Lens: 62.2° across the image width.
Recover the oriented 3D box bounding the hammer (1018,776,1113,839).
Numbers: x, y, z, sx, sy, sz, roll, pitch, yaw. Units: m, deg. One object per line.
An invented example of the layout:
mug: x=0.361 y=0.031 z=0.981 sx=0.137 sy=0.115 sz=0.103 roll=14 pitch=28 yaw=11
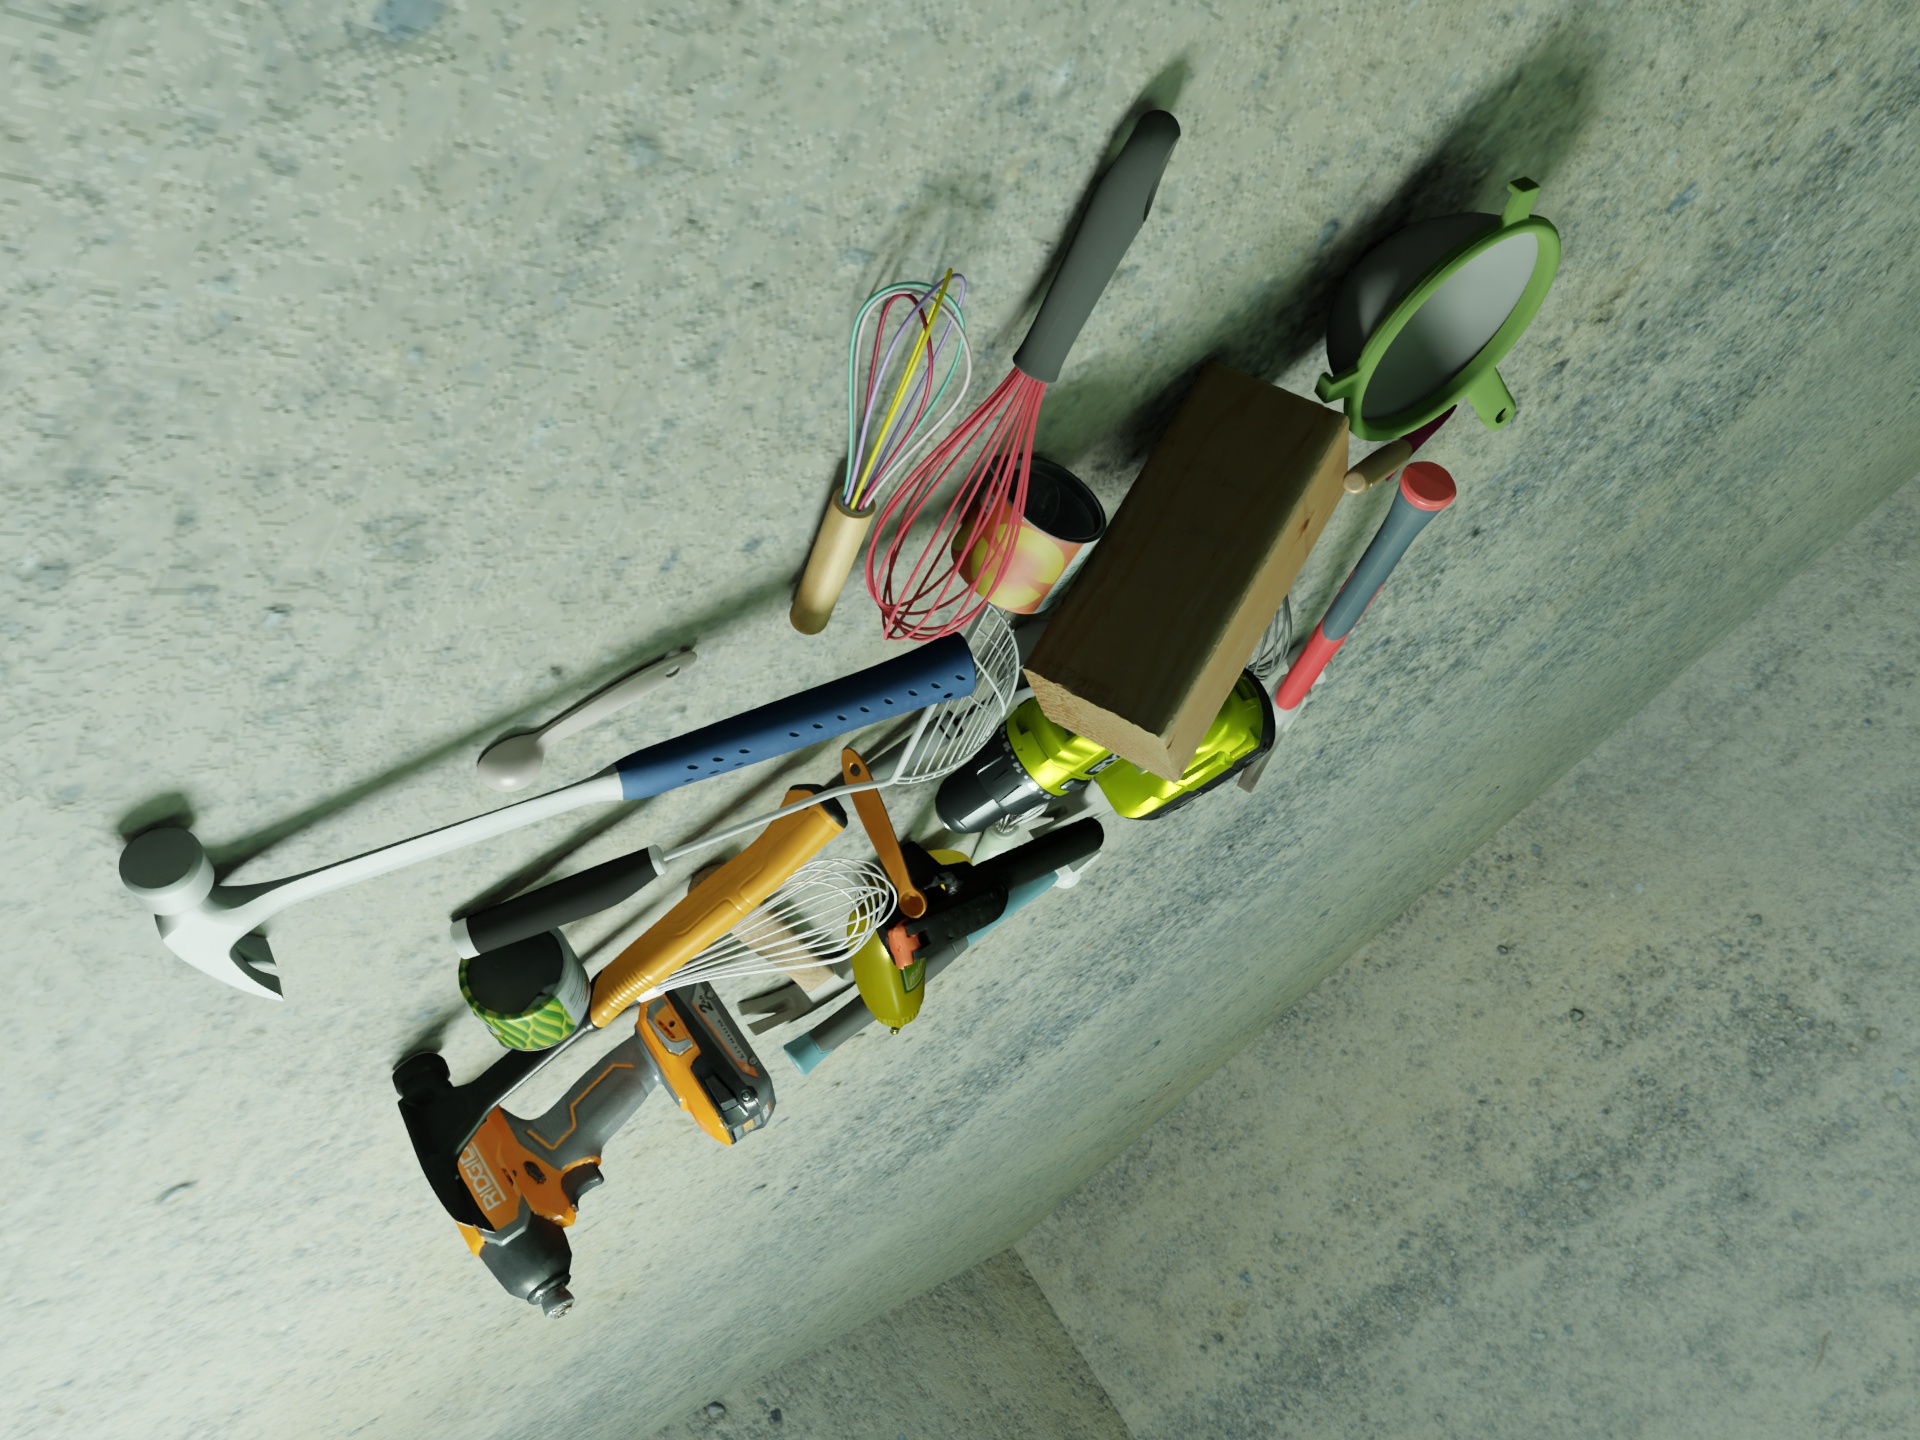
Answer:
hammer: x=0.149 y=-0.043 z=1.170 sx=0.146 sy=0.038 sz=0.410 roll=-23 pitch=154 yaw=-26

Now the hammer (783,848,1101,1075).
hammer: x=-0.010 y=0.194 z=1.348 sx=0.331 sy=0.033 sz=0.128 roll=-33 pitch=167 yaw=-22

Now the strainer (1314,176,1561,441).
strainer: x=0.284 y=-0.231 z=0.946 sx=0.151 sy=0.069 sz=0.256 roll=-46 pitch=156 yaw=16

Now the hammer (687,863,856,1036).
hammer: x=-0.137 y=0.167 z=1.180 sx=0.130 sy=0.031 sz=0.331 roll=-35 pitch=157 yaw=-4

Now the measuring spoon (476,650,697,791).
measuring spoon: x=-0.184 y=0.002 z=0.802 sx=0.124 sy=0.018 sz=0.034 roll=-31 pitch=157 yaw=-10

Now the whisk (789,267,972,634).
whisk: x=-0.046 y=-0.114 z=0.743 sx=0.051 sy=0.047 sz=0.244 roll=-4 pitch=149 yaw=-24

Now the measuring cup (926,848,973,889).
measuring cup: x=0.023 y=0.103 z=1.221 sx=0.156 sy=0.029 sz=0.062 roll=-23 pitch=151 yaw=27

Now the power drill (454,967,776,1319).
power drill: x=-0.244 y=0.294 z=1.109 sx=0.226 sy=0.164 sz=0.084 roll=-31 pitch=157 yaw=-18

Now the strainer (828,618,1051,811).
strainer: x=-0.002 y=-0.003 z=1.028 sx=0.258 sy=0.050 sz=0.086 roll=-34 pitch=164 yaw=10

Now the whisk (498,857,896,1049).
whisk: x=-0.172 y=0.157 z=1.023 sx=0.284 sy=0.070 sz=0.070 roll=-22 pitch=159 yaw=10

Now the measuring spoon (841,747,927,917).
measuring spoon: x=-0.048 y=0.071 z=1.015 sx=0.021 sy=0.117 sz=0.011 roll=-25 pitch=177 yaw=31

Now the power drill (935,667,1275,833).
power drill: x=0.101 y=0.016 z=1.057 sx=0.190 sy=0.080 sz=0.228 roll=-35 pitch=161 yaw=23

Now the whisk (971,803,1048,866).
whisk: x=0.036 y=0.079 z=1.236 sx=0.058 sy=0.059 sz=0.246 roll=-15 pitch=157 yaw=-17

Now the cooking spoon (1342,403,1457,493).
cooking spoon: x=0.277 y=-0.170 z=1.014 sx=0.068 sy=0.017 sz=0.319 roll=-49 pitch=173 yaw=26

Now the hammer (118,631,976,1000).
hammer: x=-0.181 y=0.036 z=0.791 sx=0.405 sy=0.035 sz=0.144 roll=-19 pitch=154 yaw=-18

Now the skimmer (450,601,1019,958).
skimmer: x=-0.129 y=0.030 z=0.920 sx=0.363 sy=0.090 sz=0.127 roll=-22 pitch=177 yaw=-6

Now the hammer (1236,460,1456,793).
hammer: x=0.277 y=-0.067 z=1.184 sx=0.143 sy=0.038 sz=0.386 roll=-54 pitch=170 yaw=-20

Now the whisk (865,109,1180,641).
whisk: x=0.027 y=-0.150 z=0.755 sx=0.073 sy=0.073 sz=0.295 roll=-11 pitch=141 yaw=-45

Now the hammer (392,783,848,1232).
hammer: x=-0.201 y=0.162 z=0.977 sx=0.337 sy=0.127 sz=0.034 roll=-40 pitch=143 yaw=1

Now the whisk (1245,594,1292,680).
whisk: x=0.232 y=-0.105 z=1.157 sx=0.055 sy=0.055 sz=0.238 roll=-27 pitch=152 yaw=-21
